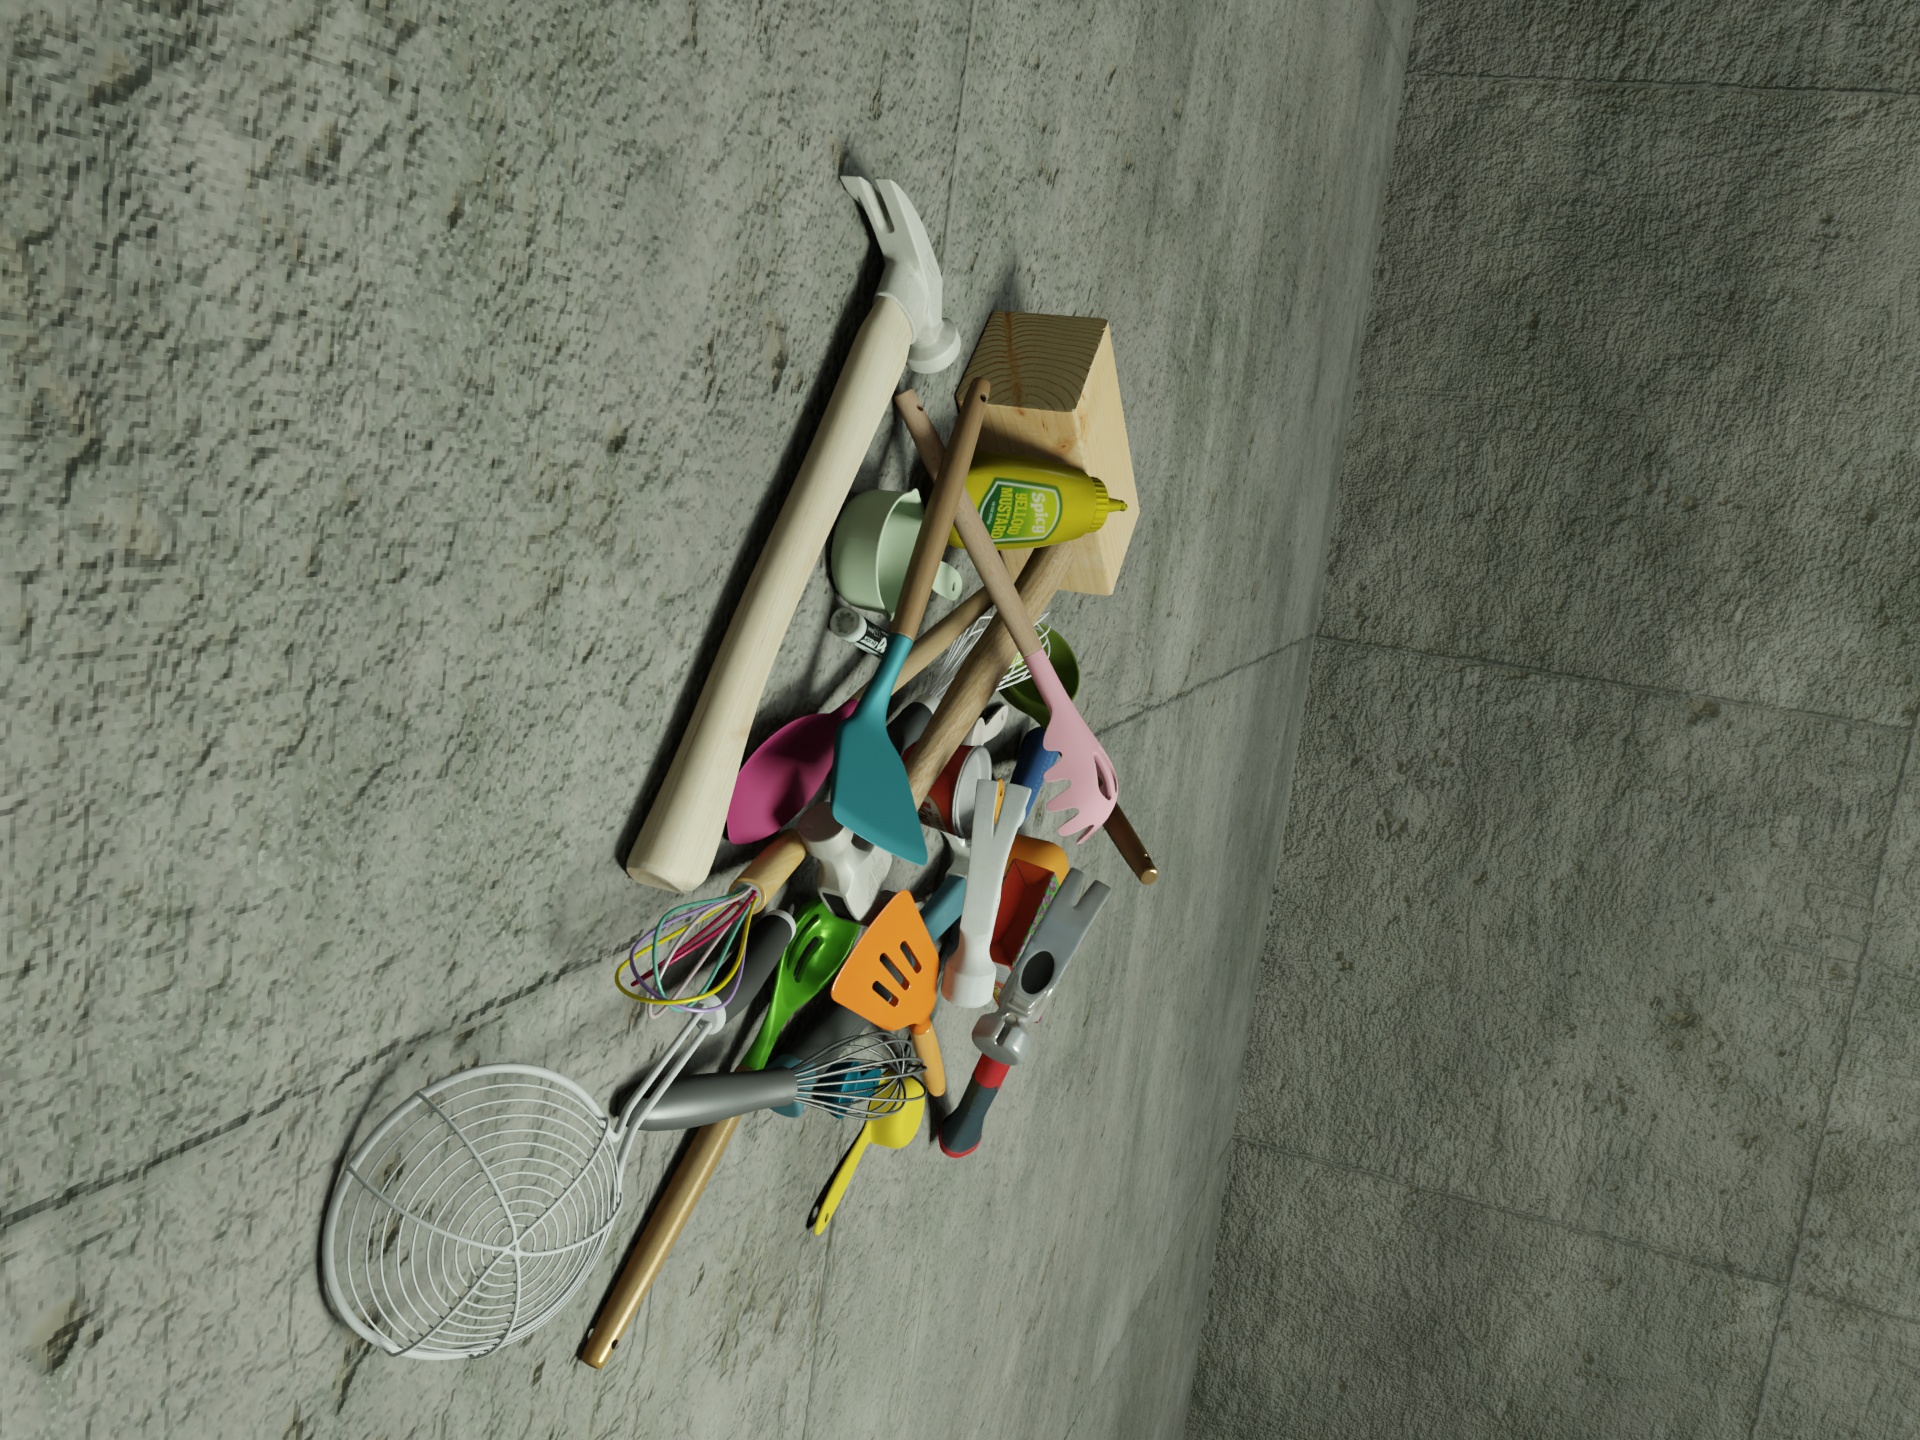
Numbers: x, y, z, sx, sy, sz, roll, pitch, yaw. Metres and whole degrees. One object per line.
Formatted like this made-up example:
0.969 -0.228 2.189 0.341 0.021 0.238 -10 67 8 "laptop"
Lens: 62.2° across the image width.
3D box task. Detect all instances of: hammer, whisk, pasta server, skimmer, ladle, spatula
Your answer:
0.033 0.246 1.204 0.143 0.038 0.386 -57 171 -29 "hammer"
-0.093 -0.103 0.866 0.146 0.038 0.411 62 43 -58 "hammer"
-0.102 0.214 0.918 0.238 0.055 0.055 7 94 -51 "whisk"
-0.010 -0.019 1.118 0.285 0.070 0.070 -43 140 -51 "whisk"
0.028 -0.066 1.032 0.316 0.040 0.060 63 33 -9 "pasta server"
-0.174 0.173 0.794 0.363 0.090 0.127 -53 138 -70 "skimmer"
0.089 0.018 1.161 0.062 0.078 0.320 -60 -154 18 "ladle"
-0.002 -0.003 1.048 0.331 0.031 0.129 -58 148 -34 "hammer"
-0.020 -0.072 0.958 0.082 0.044 0.318 33 65 -41 "spatula"
-0.033 0.210 1.093 0.081 0.041 0.322 -54 162 -20 "spatula"
0.041 0.067 1.185 0.405 0.035 0.144 -59 159 -74 "hammer"
-0.048 0.175 1.122 0.331 0.033 0.128 -42 132 -57 "hammer"
-0.123 0.099 0.844 0.245 0.047 0.051 -53 121 -74 "whisk"

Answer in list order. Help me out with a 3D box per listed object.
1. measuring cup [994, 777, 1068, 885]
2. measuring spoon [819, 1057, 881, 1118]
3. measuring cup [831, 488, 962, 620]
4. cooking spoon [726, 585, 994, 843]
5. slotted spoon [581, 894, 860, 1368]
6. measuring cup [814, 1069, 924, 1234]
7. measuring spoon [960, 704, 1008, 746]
0.058 0.116 1.369 0.173 0.052 0.095 84 26 -43 "measuring cup"
-0.078 0.257 1.132 0.128 0.021 0.042 47 58 -77 "measuring spoon"
-0.038 -0.100 1.019 0.167 0.038 0.083 18 83 -72 "measuring cup"
-0.053 -0.019 1.001 0.319 0.017 0.068 -43 144 -48 "cooking spoon"
-0.137 0.226 0.931 0.070 0.031 0.314 74 35 -46 "slotted spoon"
-0.065 0.321 1.170 0.157 0.029 0.062 -55 149 -53 "measuring cup"
0.017 0.005 1.266 0.124 0.018 0.034 -38 135 -71 "measuring spoon"
